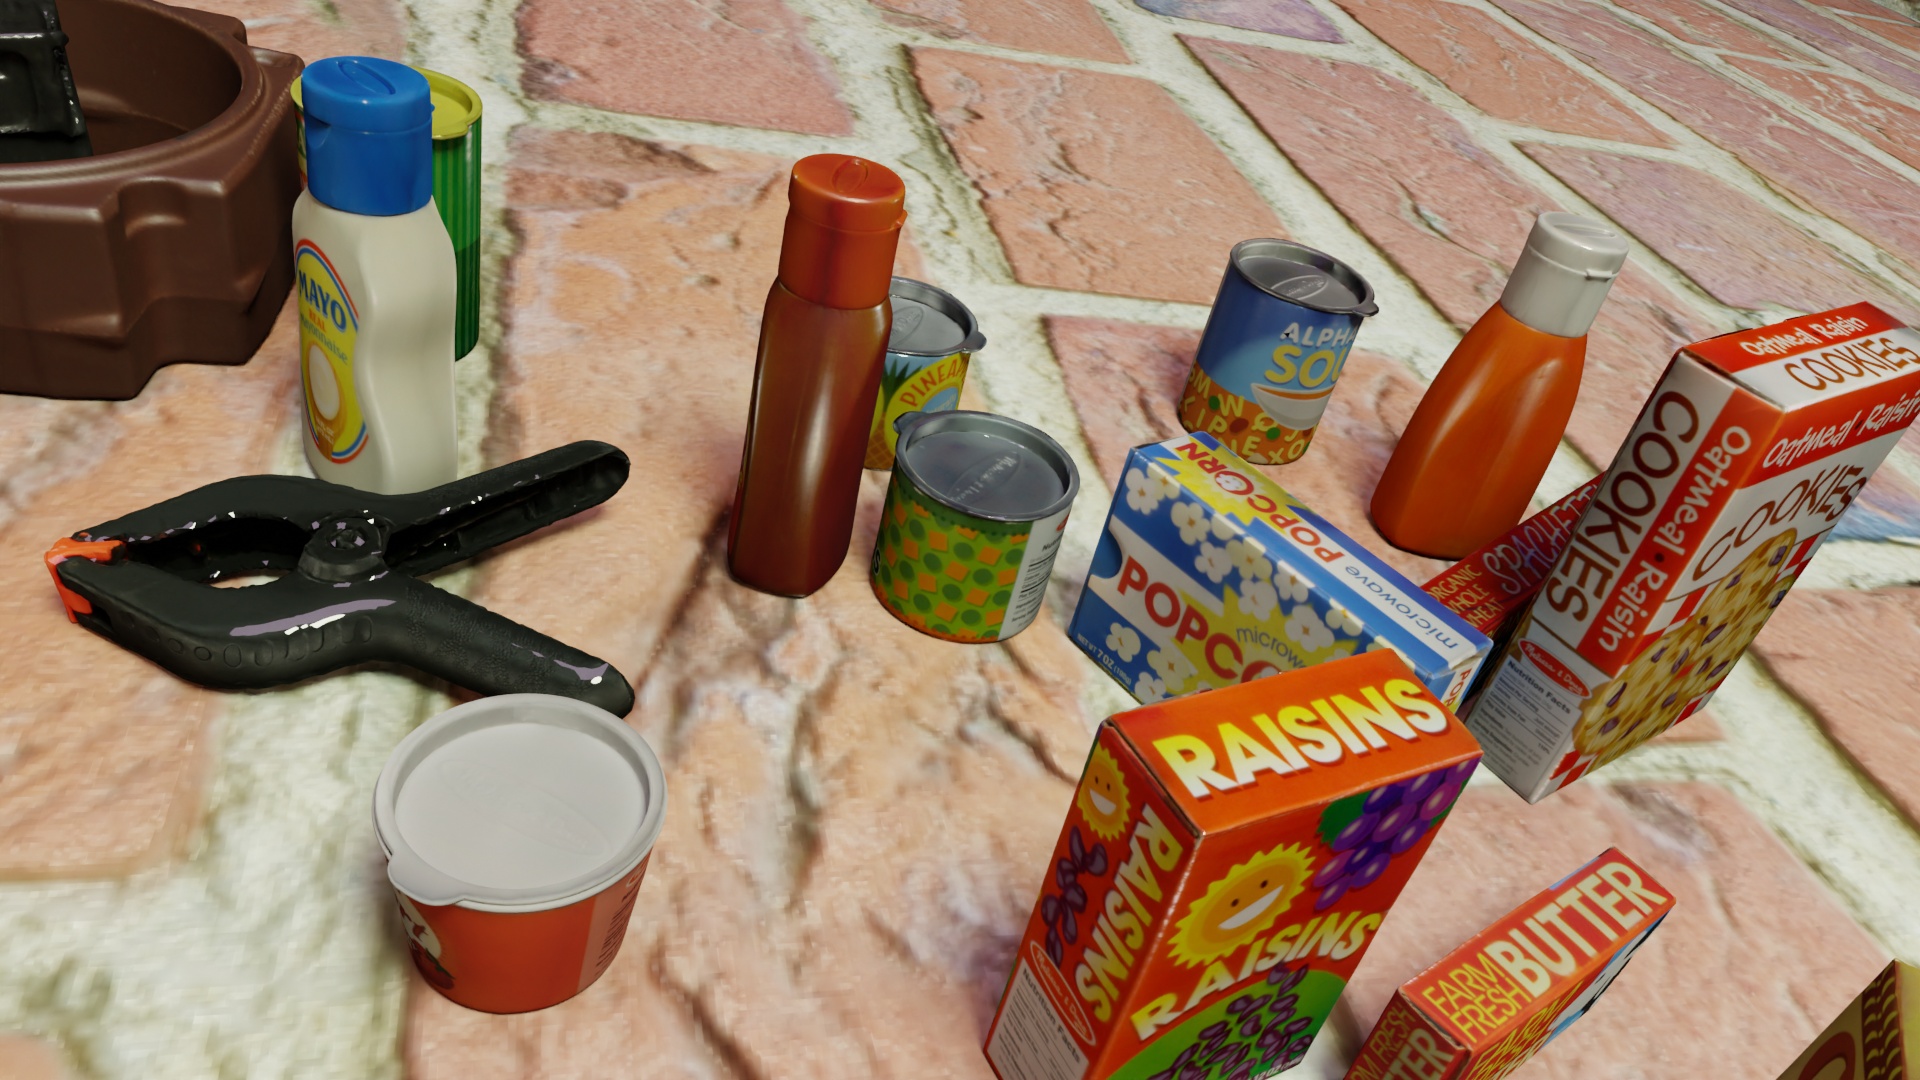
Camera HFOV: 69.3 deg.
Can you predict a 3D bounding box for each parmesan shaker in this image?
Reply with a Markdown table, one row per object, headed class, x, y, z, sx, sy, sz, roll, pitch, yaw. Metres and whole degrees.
| class | x | y | z | sx | sy | sz | roll | pitch | yaw |
| --- | --- | --- | --- | --- | --- | --- | --- | --- | --- |
| parmesan shaker | -0.221 | -0.124 | 0.546 | 0.071 | 0.102 | 0.072 | 10 | 36 | -7 |

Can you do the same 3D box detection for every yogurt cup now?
| class | x | y | z | sx | sy | sz | roll | pitch | yaw |
| --- | --- | --- | --- | --- | --- | --- | --- | --- | --- |
| yogurt cup | -0.110 | 0.080 | 0.349 | 0.072 | 0.053 | 0.073 | 10 | 36 | -7 |

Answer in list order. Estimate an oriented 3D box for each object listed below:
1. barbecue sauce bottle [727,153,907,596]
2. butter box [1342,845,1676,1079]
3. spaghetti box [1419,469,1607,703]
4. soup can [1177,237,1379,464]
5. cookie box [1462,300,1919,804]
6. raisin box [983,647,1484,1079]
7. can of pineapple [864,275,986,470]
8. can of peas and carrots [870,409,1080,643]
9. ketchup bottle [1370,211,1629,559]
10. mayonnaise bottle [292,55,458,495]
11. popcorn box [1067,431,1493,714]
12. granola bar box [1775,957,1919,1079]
| class | x | y | z | sx | sy | sz | roll | pitch | yaw |
| --- | --- | --- | --- | --- | --- | --- | --- | --- | --- |
| barbecue sauce bottle | -0.049 | -0.055 | 0.474 | 0.044 | 0.147 | 0.065 | 15 | 35 | 0 |
| butter box | 0.150 | 0.125 | 0.380 | 0.104 | 0.052 | 0.024 | -15 | 45 | -35 |
| spaghetti box | 0.244 | 0.011 | 0.572 | 0.251 | 0.049 | 0.029 | -23 | 49 | -40 |
| soup can | 0.145 | -0.085 | 0.638 | 0.071 | 0.083 | 0.072 | 10 | 36 | -7 |
| cookie box | 0.255 | 0.004 | 0.484 | 0.123 | 0.166 | 0.040 | -14 | 44 | -34 |
| raisin box | 0.062 | 0.089 | 0.338 | 0.086 | 0.122 | 0.040 | -8 | 41 | -29 |
| can of pineapple | -0.029 | -0.069 | 0.577 | 0.071 | 0.057 | 0.071 | 10 | 36 | -7 |
| can of peas and carrots | 0.002 | -0.006 | 0.502 | 0.071 | 0.058 | 0.071 | 10 | 36 | -7 |
| ketchup bottle | 0.227 | -0.061 | 0.579 | 0.065 | 0.148 | 0.044 | 2 | 37 | -17 |
| mayonnaise bottle | -0.194 | -0.081 | 0.458 | 0.065 | 0.147 | 0.041 | 36 | 41 | 28 |
| popcorn box | 0.100 | 0.033 | 0.461 | 0.038 | 0.084 | 0.127 | -18 | 47 | -37 |
| granola bar box | 0.158 | 0.177 | 0.252 | 0.039 | 0.123 | 0.166 | 26 | 37 | 16 |
